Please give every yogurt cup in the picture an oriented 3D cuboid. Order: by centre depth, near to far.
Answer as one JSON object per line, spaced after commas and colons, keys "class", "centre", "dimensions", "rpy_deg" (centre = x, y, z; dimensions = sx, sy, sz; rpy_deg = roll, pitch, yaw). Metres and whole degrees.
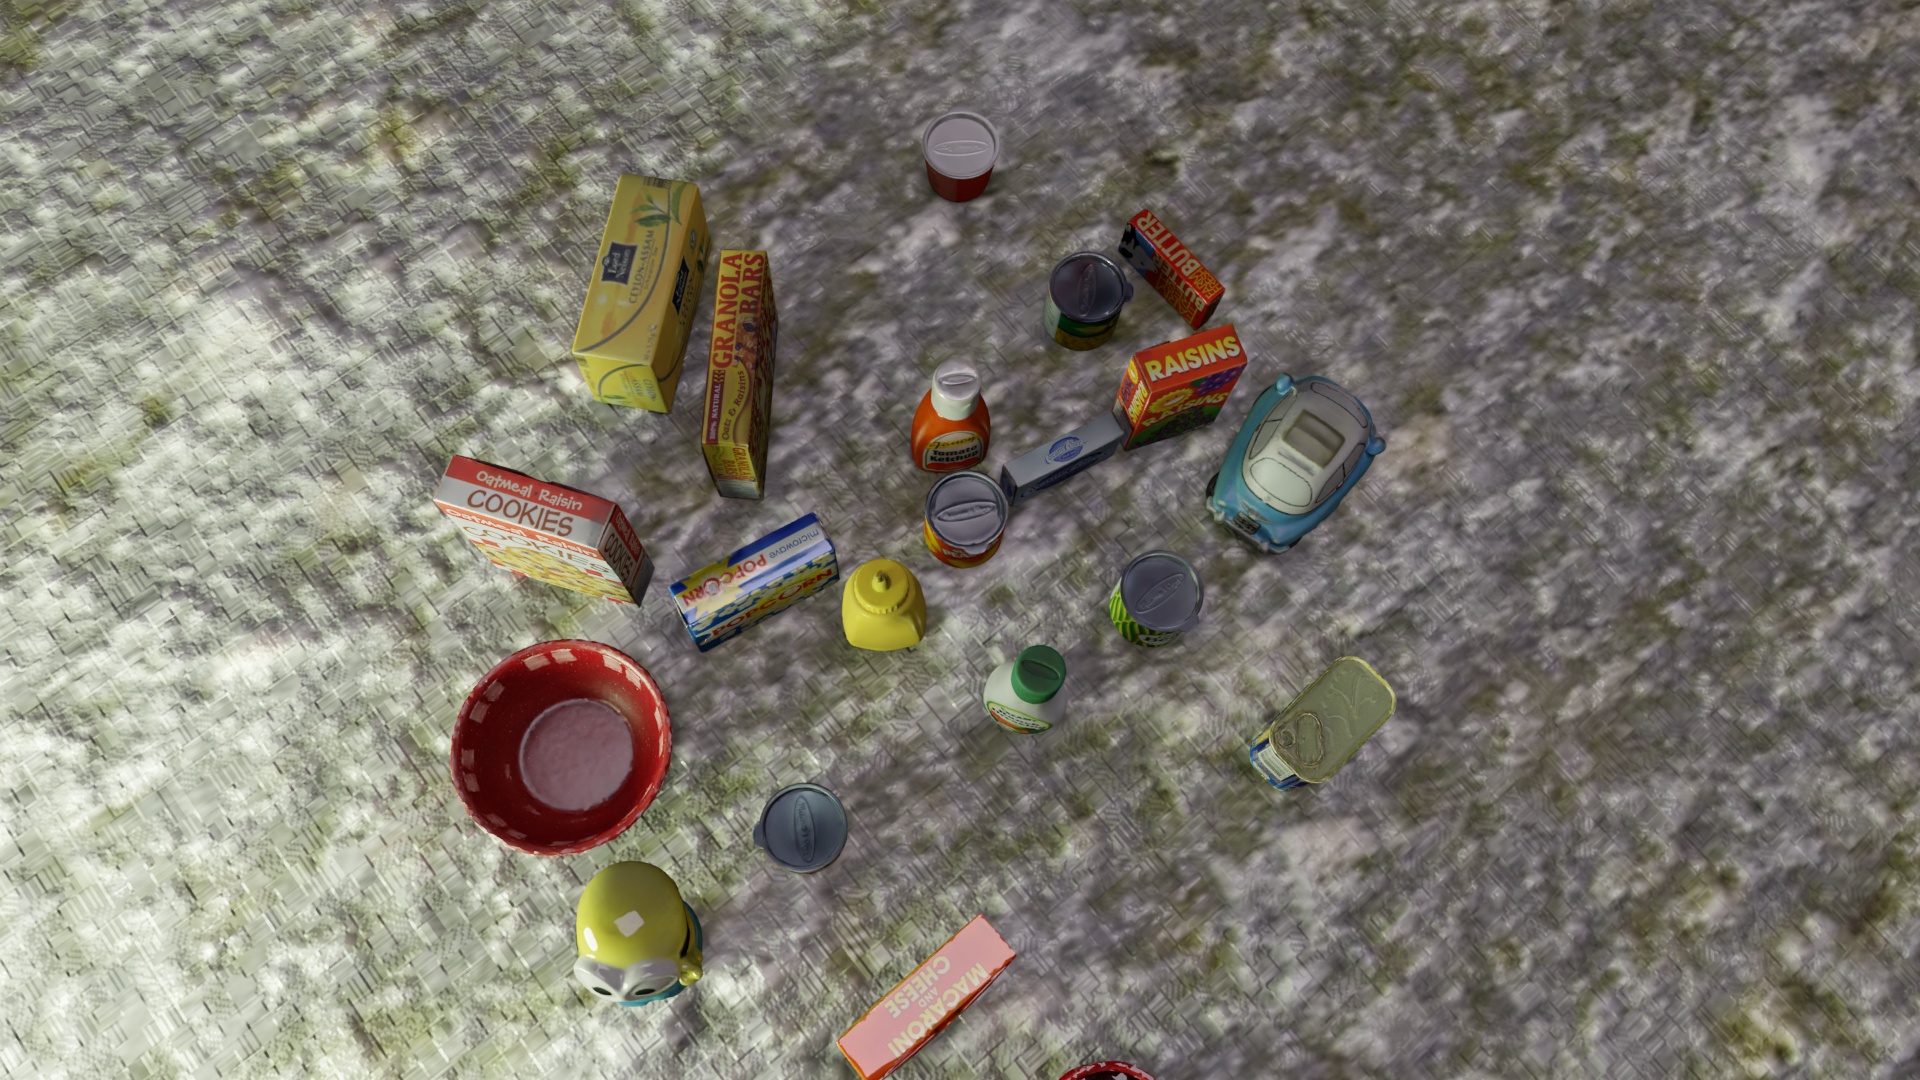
{"class": "yogurt cup", "centre": [-0.001, -0.335, 1.223], "dimensions": [0.072, 0.053, 0.072], "rpy_deg": [1, 72, -3]}

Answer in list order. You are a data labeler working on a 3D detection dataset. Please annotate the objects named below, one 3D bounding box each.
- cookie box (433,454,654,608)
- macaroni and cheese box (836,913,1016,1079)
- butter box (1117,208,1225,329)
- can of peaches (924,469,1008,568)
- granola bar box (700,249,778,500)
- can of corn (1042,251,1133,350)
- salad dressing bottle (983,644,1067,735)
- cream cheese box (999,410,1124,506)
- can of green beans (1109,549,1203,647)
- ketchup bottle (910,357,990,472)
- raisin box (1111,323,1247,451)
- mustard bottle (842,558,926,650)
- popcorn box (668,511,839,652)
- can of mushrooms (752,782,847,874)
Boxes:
{"class": "cookie box", "centre": [-0.305, -0.004, 1.039], "dimensions": [0.123, 0.167, 0.040], "rpy_deg": [16, 73, 2]}
{"class": "macaroni and cheese box", "centre": [-0.024, 0.314, 0.952], "dimensions": [0.124, 0.166, 0.040], "rpy_deg": [-39, 78, -14]}
{"class": "butter box", "centre": [0.182, -0.234, 1.201], "dimensions": [0.024, 0.053, 0.103], "rpy_deg": [-39, 78, -13]}
{"class": "can of peaches", "centre": [0.004, -0.014, 1.117], "dimensions": [0.071, 0.058, 0.071], "rpy_deg": [1, 72, -3]}
{"class": "granola bar box", "centre": [-0.175, -0.130, 1.110], "dimensions": [0.039, 0.124, 0.166], "rpy_deg": [3, 72, -2]}
{"class": "can of corn", "centre": [0.108, -0.203, 1.184], "dimensions": [0.071, 0.058, 0.071], "rpy_deg": [1, 72, -3]}
{"class": "salad dressing bottle", "centre": [0.052, 0.111, 1.032], "dimensions": [0.064, 0.147, 0.044], "rpy_deg": [22, 73, 4]}
{"class": "cream cheese box", "centre": [0.082, -0.066, 1.141], "dimensions": [0.104, 0.053, 0.024], "rpy_deg": [-27, 76, -11]}
{"class": "can of green beans", "centre": [0.155, 0.047, 1.106], "dimensions": [0.071, 0.057, 0.071], "rpy_deg": [1, 72, -3]}
{"class": "ketchup bottle", "centre": [-0.006, -0.098, 1.096], "dimensions": [0.065, 0.148, 0.043], "rpy_deg": [-8, 73, -5]}
{"class": "raisin box", "centre": [0.175, -0.123, 1.128], "dimensions": [0.086, 0.123, 0.040], "rpy_deg": [-18, 74, -8]}
{"class": "mustard bottle", "centre": [-0.057, 0.045, 1.041], "dimensions": [0.065, 0.159, 0.049], "rpy_deg": [-2, 73, -4]}
{"class": "popcorn box", "centre": [-0.158, 0.033, 1.079], "dimensions": [0.127, 0.085, 0.038], "rpy_deg": [-28, 76, -11]}
{"class": "can of mushrooms", "centre": [-0.120, 0.218, 1.048], "dimensions": [0.071, 0.033, 0.071], "rpy_deg": [1, 72, -3]}
